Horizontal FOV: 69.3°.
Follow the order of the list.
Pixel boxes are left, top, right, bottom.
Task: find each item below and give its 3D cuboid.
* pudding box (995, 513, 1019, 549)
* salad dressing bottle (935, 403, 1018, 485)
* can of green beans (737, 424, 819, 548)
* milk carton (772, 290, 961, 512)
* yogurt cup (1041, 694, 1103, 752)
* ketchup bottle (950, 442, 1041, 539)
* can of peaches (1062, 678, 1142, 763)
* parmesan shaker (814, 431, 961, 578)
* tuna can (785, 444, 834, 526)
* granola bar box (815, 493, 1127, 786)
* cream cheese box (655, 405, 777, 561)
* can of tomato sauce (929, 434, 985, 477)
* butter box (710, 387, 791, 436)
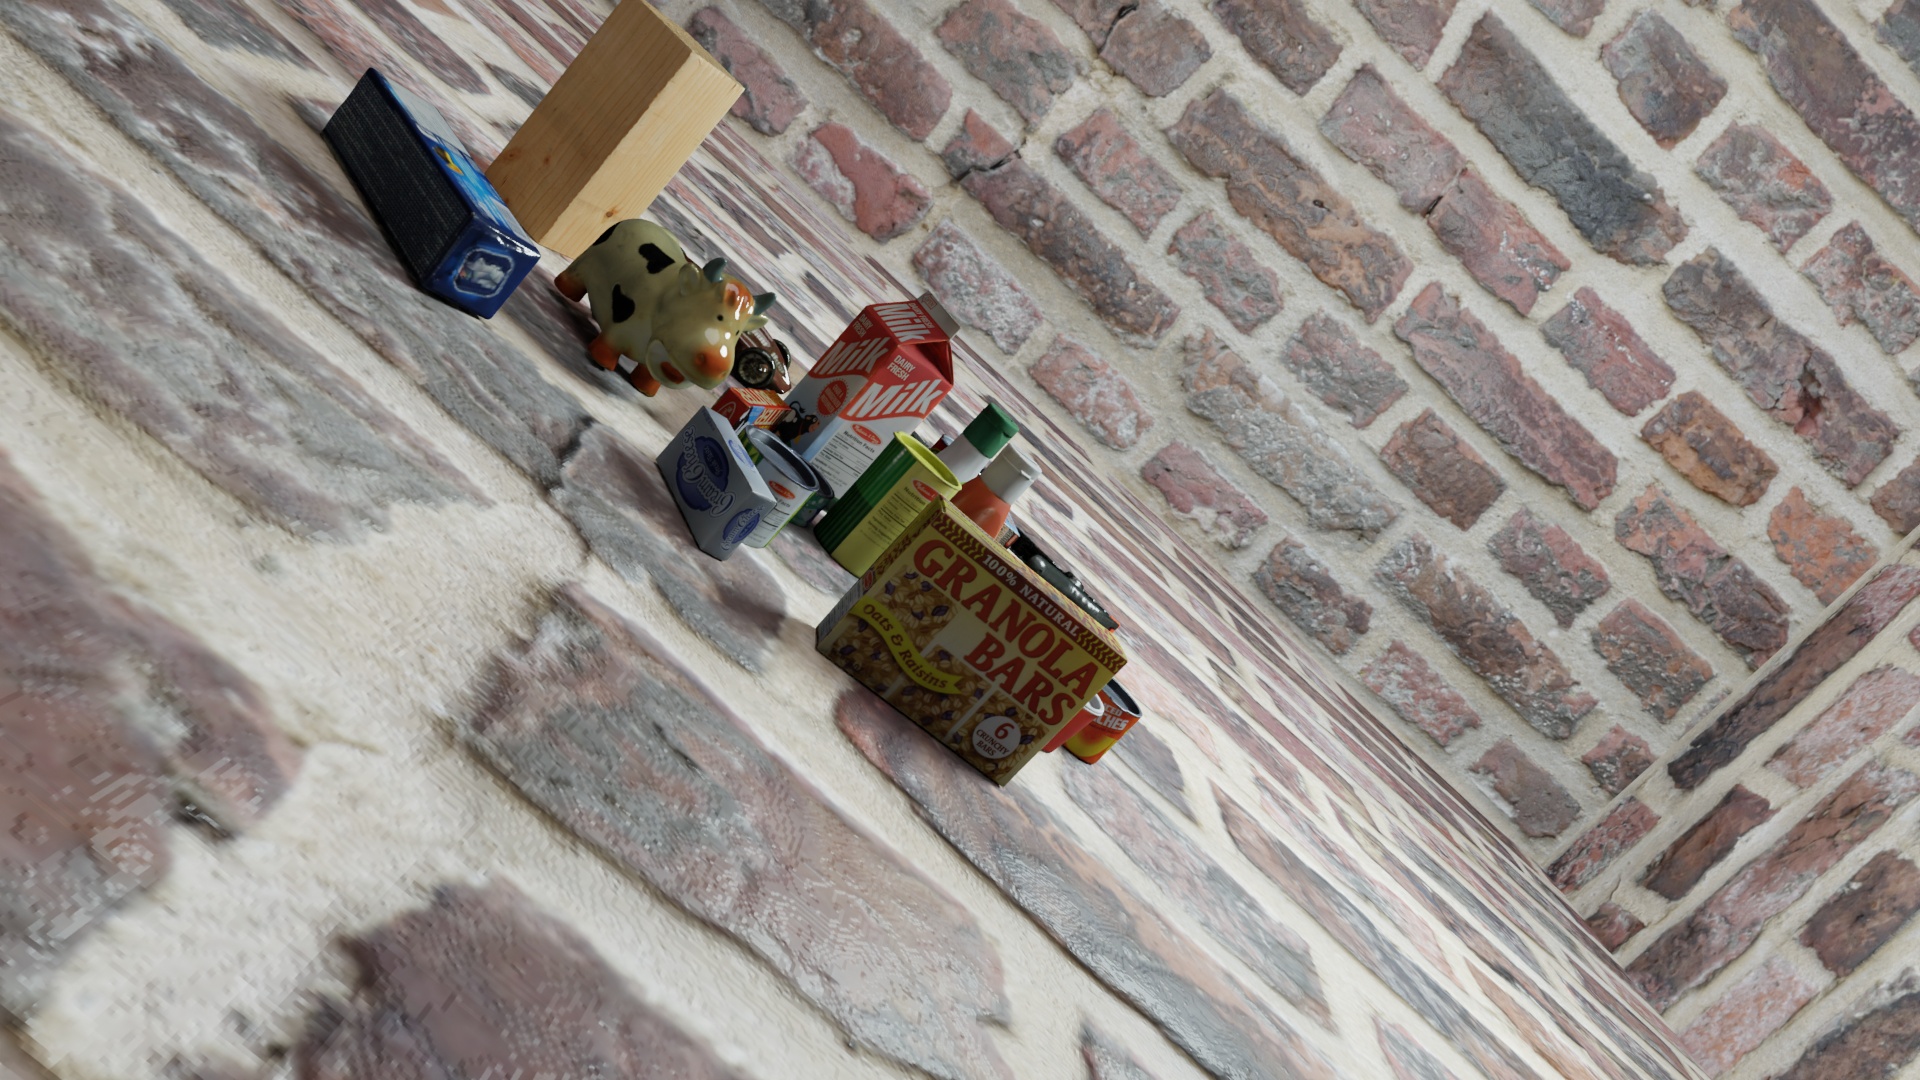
[{"bbox_3d":[0.030,-0.012,1.472,0.030,0.049,0.084,39,12,-21],"label":"pudding box"},{"bbox_3d":[-0.010,-0.060,1.262,0.044,0.147,0.064,50,13,31],"label":"salad dressing bottle"},{"bbox_3d":[-0.141,-0.037,0.958,0.071,0.057,0.071,41,11,-10],"label":"can of green beans"},{"bbox_3d":[-0.077,-0.121,1.145,0.073,0.190,0.072,33,15,-43],"label":"milk carton"},{"bbox_3d":[0.070,0.128,1.083,0.072,0.054,0.072,41,11,-10],"label":"yogurt cup"},{"bbox_3d":[0.004,-0.014,1.138,0.064,0.148,0.044,36,13,-32],"label":"ketchup bottle"},{"bbox_3d":[0.107,0.143,1.146,0.071,0.058,0.071,41,11,-10],"label":"can of peaches"},{"bbox_3d":[-0.060,-0.027,1.084,0.071,0.103,0.071,41,11,-10],"label":"parmesan shaker"},{"bbox_3d":[-0.132,-0.043,1.073,0.071,0.032,0.071,41,11,-10],"label":"tuna can"},{"bbox_3d":[0.007,0.067,0.912,0.165,0.124,0.039,39,11,-19],"label":"granola bar box"},{"bbox_3d":[-0.161,-0.038,0.906,0.024,0.053,0.104,32,16,-45],"label":"cream cheese box"},{"bbox_3d":[-0.021,-0.052,1.358,0.071,0.083,0.071,41,11,-10],"label":"can of tomato sauce"},{"bbox_3d":[-0.169,-0.091,1.070,0.024,0.053,0.103,44,11,5],"label":"butter box"}]
